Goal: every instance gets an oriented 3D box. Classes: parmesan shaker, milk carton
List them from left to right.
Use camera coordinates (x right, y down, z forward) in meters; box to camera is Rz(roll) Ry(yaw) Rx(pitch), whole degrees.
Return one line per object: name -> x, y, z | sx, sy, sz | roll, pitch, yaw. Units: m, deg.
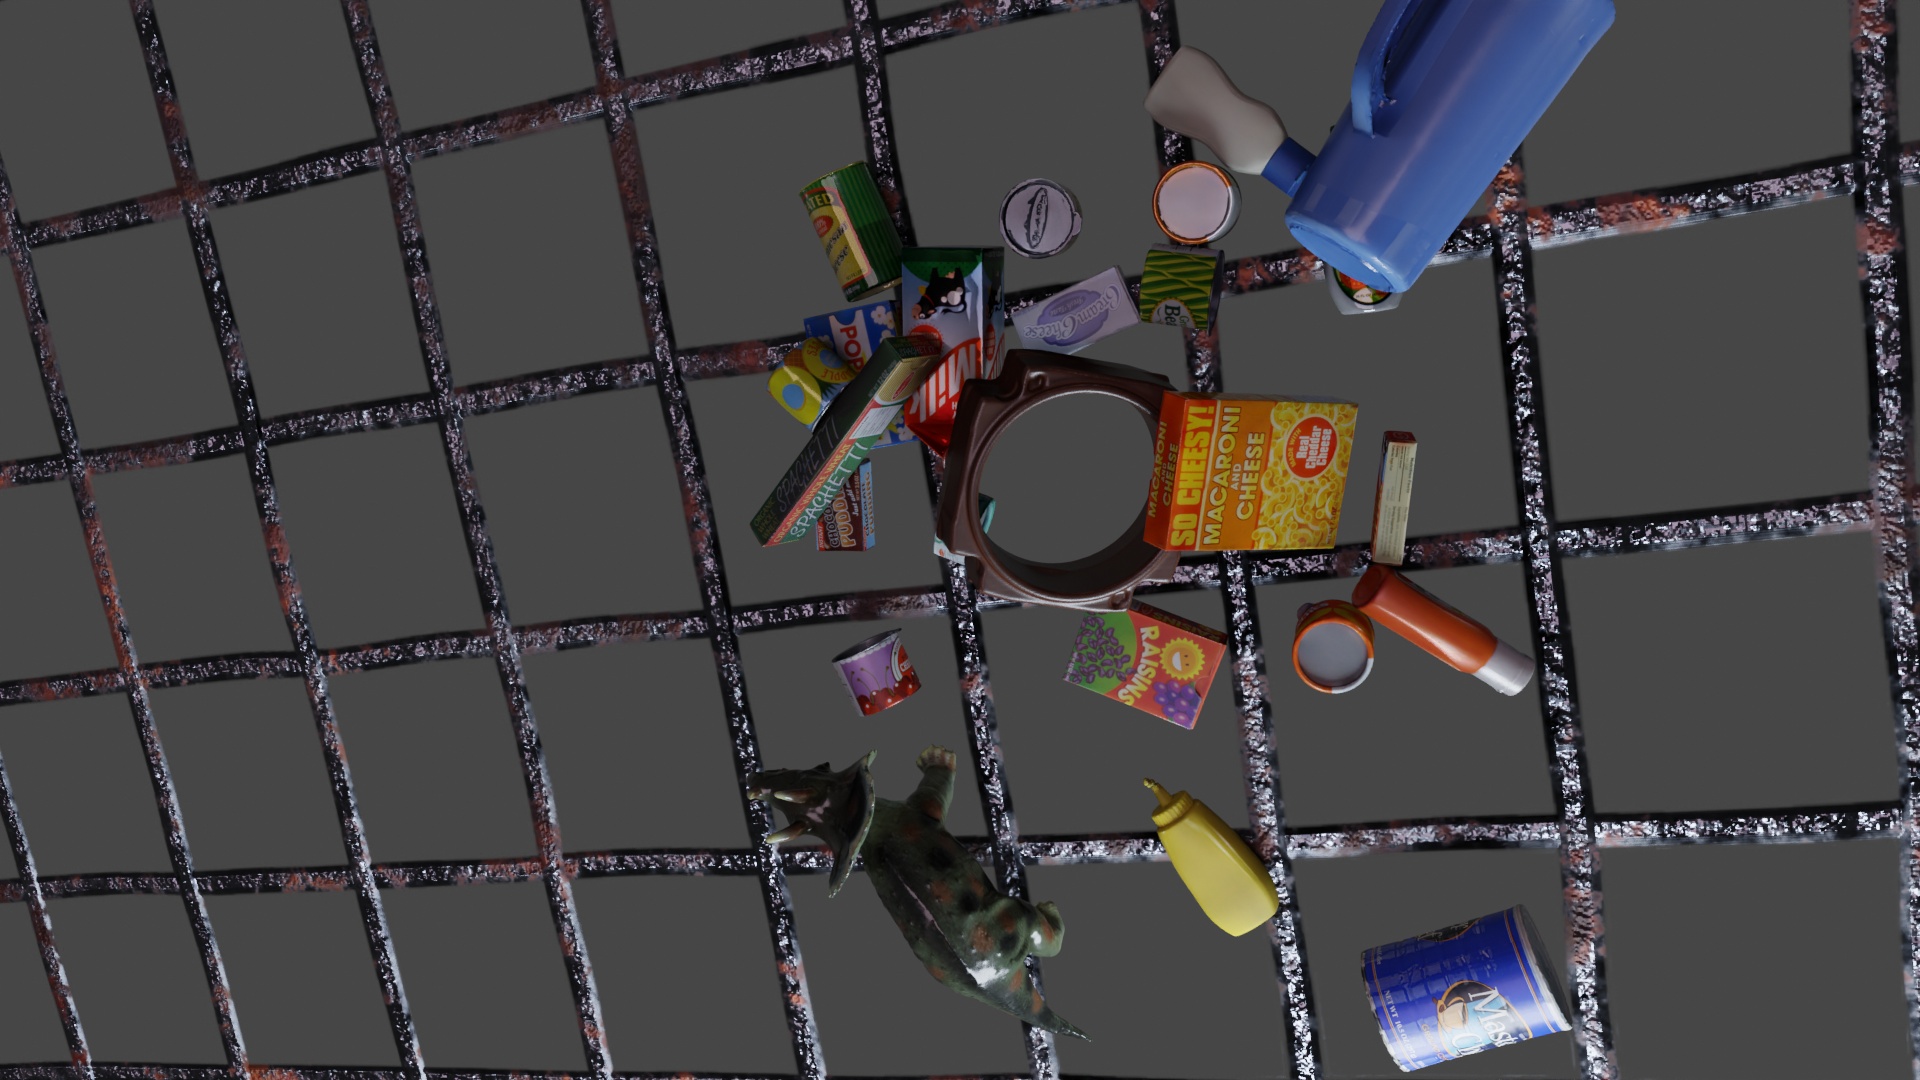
parmesan shaker -> -0.087, -0.266, 1.199 | 0.071, 0.071, 0.103 | -22, 95, 20
milk carton -> -0.005, -0.157, 1.197 | 0.073, 0.072, 0.190 | 3, 103, 17

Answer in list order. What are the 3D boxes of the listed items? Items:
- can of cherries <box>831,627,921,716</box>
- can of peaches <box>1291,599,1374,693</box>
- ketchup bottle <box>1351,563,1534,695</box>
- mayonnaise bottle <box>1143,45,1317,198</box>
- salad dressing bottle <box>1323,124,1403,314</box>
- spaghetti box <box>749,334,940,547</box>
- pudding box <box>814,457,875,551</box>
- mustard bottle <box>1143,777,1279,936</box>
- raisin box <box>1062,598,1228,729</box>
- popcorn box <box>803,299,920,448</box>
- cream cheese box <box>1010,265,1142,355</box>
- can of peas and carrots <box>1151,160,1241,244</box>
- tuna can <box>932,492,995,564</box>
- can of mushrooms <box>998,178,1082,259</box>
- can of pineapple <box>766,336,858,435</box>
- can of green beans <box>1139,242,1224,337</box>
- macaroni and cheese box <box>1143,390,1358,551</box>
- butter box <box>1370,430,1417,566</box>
can of cherries -> -0.075, 0.121, 1.282 | 0.071, 0.072, 0.058 | -24, 95, 20
can of peaches -> 0.310, 0.087, 1.163 | 0.071, 0.058, 0.071 | 4, 104, 16
ketchup bottle -> 0.395, 0.074, 1.135 | 0.149, 0.065, 0.043 | 32, 94, -1
mayonnaise bottle -> 0.221, -0.329, 1.109 | 0.148, 0.041, 0.064 | 38, 111, 5
salad dressing bottle -> 0.316, -0.254, 1.095 | 0.064, 0.044, 0.147 | -6, 99, 12
spaghetti box -> -0.104, -0.082, 1.200 | 0.029, 0.050, 0.248 | 54, 127, 18
pudding box -> -0.108, -0.033, 1.277 | 0.049, 0.030, 0.083 | 2, 102, 17
mustard bottle -> 0.216, 0.272, 1.237 | 0.065, 0.049, 0.160 | -37, 89, 20
raisin box -> 0.162, 0.102, 1.221 | 0.123, 0.040, 0.086 | 21, 106, 11
popcorn box -> -0.083, -0.145, 1.241 | 0.085, 0.038, 0.126 | -9, 99, 19
cream cheese box -> 0.099, -0.190, 1.184 | 0.103, 0.024, 0.053 | -23, 95, 20
can of peas and carrots -> 0.189, -0.273, 1.121 | 0.071, 0.059, 0.070 | 3, 103, 16
tuna can -> 0.004, -0.015, 1.229 | 0.033, 0.071, 0.071 | 22, 107, 10
can of mushrooms -> 0.071, -0.270, 1.170 | 0.071, 0.033, 0.071 | 3, 102, 16
can of pineapple -> -0.124, -0.135, 1.199 | 0.058, 0.071, 0.070 | 42, 110, 6
can of green beans -> 0.181, -0.207, 1.133 | 0.058, 0.071, 0.071 | 10, 105, 15
macaroni and cheese box -> 0.232, -0.055, 1.114 | 0.167, 0.040, 0.123 | -1, 105, -25
butter box -> 0.351, -0.035, 1.127 | 0.024, 0.053, 0.103 | 6, 104, 13
